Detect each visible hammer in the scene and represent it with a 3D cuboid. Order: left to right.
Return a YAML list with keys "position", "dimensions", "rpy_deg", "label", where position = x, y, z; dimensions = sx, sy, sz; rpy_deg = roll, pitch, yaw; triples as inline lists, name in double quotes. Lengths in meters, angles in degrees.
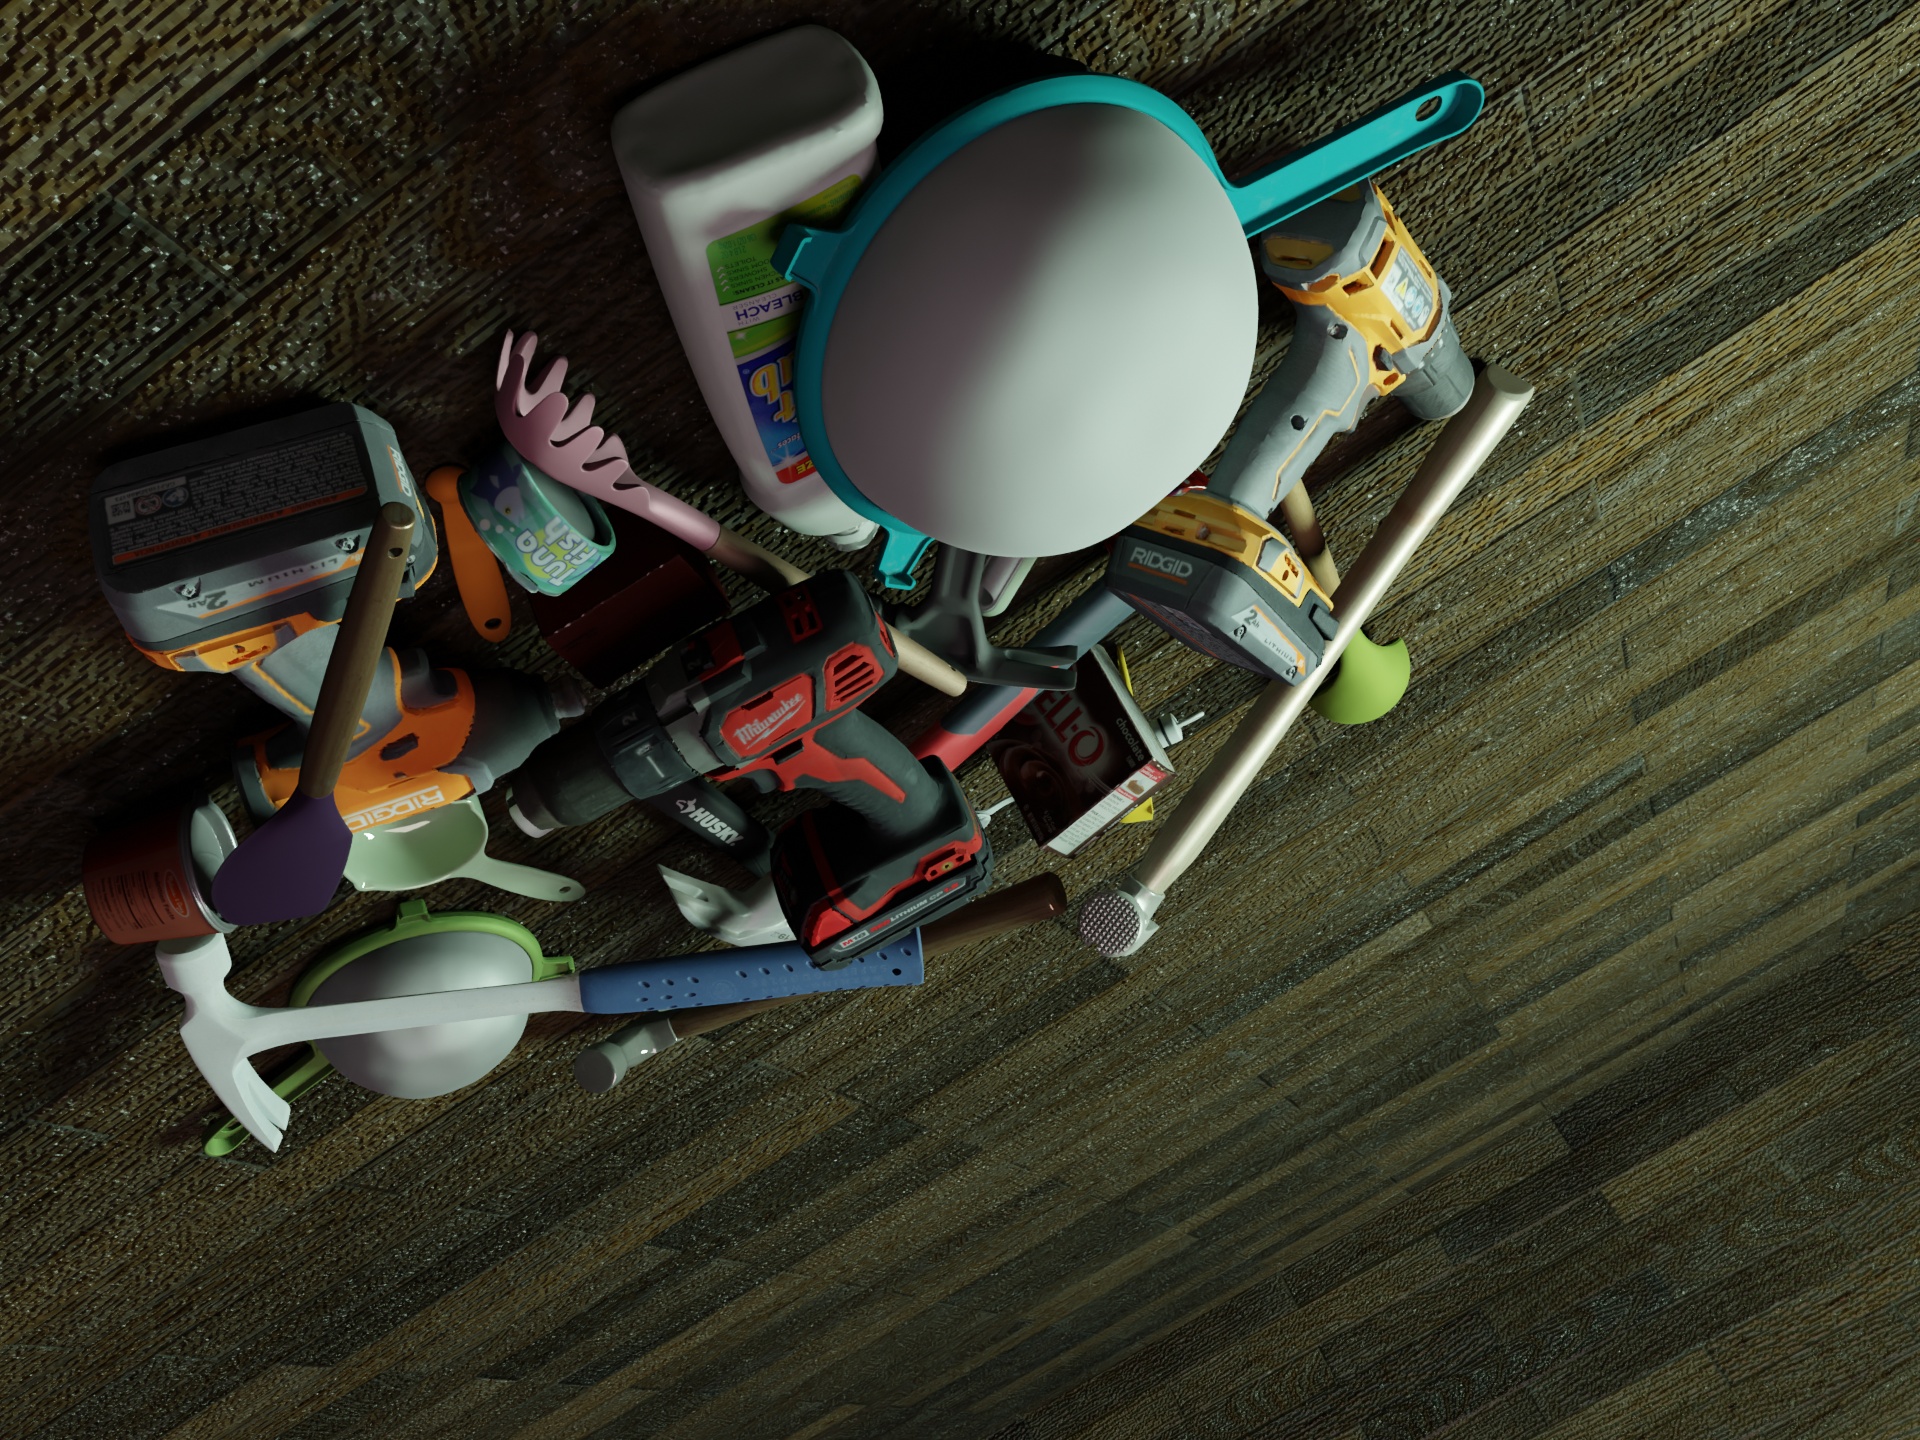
- position: [-0.223, 0.158, 0.897]
  dimensions: [0.405, 0.035, 0.144]
  rpy_deg: [-6, 120, -5]
  label: "hammer"
- position: [-0.123, 0.076, 0.988]
  dimensions: [0.146, 0.035, 0.334]
  rpy_deg: [-31, 147, 7]
  label: "hammer"
- position: [-0.084, 0.163, 1.030]
  dimensions: [0.331, 0.031, 0.130]
  rpy_deg: [-22, -178, 18]
  label: "hammer"
- position: [-0.001, -0.003, 0.921]
  dimensions: [0.386, 0.038, 0.143]
  rpy_deg: [-42, 147, 10]
  label: "hammer"
- position: [0.024, -0.146, 0.757]
  dimensions: [0.127, 0.034, 0.336]
  rpy_deg: [11, 136, -1]
  label: "hammer"
- position: [0.208, -0.032, 0.958]
  dimensions: [0.410, 0.038, 0.146]
  rpy_deg: [-55, 167, 5]
  label: "hammer"

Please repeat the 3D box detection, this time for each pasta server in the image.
- position: [-0.093, -0.080, 0.742]
  dimensions: [0.040, 0.060, 0.316]
  rpy_deg: [-46, 137, 14]
  label: "pasta server"

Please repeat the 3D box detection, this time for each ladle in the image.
- position: [0.227, -0.093, 1.009]
  dimensions: [0.078, 0.062, 0.319]
  rpy_deg: [-35, 140, 3]
  label: "ladle"

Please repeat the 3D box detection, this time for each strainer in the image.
- position: [-0.365, 0.215, 0.974]
  dimensions: [0.256, 0.069, 0.151]
  rpy_deg: [-36, 146, 10]
  label: "strainer"
- position: [0.038, 0.047, 1.029]
  dimensions: [0.258, 0.050, 0.086]
  rpy_deg: [-24, 166, 9]
  label: "strainer"
- position: [0.100, -0.172, 0.654]
  dimensions: [0.340, 0.095, 0.210]
  rpy_deg: [-30, 144, -10]
  label: "strainer"

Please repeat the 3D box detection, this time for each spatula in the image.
- position: [-0.271, 0.014, 0.672]
  dimensions: [0.059, 0.018, 0.315]
  rpy_deg: [-6, 150, -36]
  label: "spatula"

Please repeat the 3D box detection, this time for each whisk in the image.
- position: [0.058, -0.138, 0.816]
  dimensions: [0.059, 0.058, 0.246]
  rpy_deg: [-39, 166, -45]
  label: "whisk"

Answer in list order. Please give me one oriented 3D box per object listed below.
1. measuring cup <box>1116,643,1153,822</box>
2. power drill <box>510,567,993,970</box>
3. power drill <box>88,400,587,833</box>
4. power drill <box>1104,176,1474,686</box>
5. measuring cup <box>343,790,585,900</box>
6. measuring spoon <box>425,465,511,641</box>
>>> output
- position: [0.103, 0.009, 1.052]
  dimensions: [0.029, 0.062, 0.156]
  rpy_deg: [-12, 135, 3]
  label: "measuring cup"
- position: [-0.094, 0.038, 0.794]
  dimensions: [0.188, 0.080, 0.226]
  rpy_deg: [-28, 141, 2]
  label: "power drill"
- position: [-0.262, -0.032, 0.705]
  dimensions: [0.164, 0.084, 0.226]
  rpy_deg: [-19, 150, -12]
  label: "power drill"
- position: [0.181, -0.135, 0.809]
  dimensions: [0.185, 0.084, 0.226]
  rpy_deg: [27, 88, -50]
  label: "power drill"
- position: [-0.268, 0.066, 0.871]
  dimensions: [0.083, 0.038, 0.167]
  rpy_deg: [-37, 148, 14]
  label: "measuring cup"
- position: [-0.224, -0.072, 0.734]
  dimensions: [0.021, 0.011, 0.116]
  rpy_deg: [-17, 146, -15]
  label: "measuring spoon"
